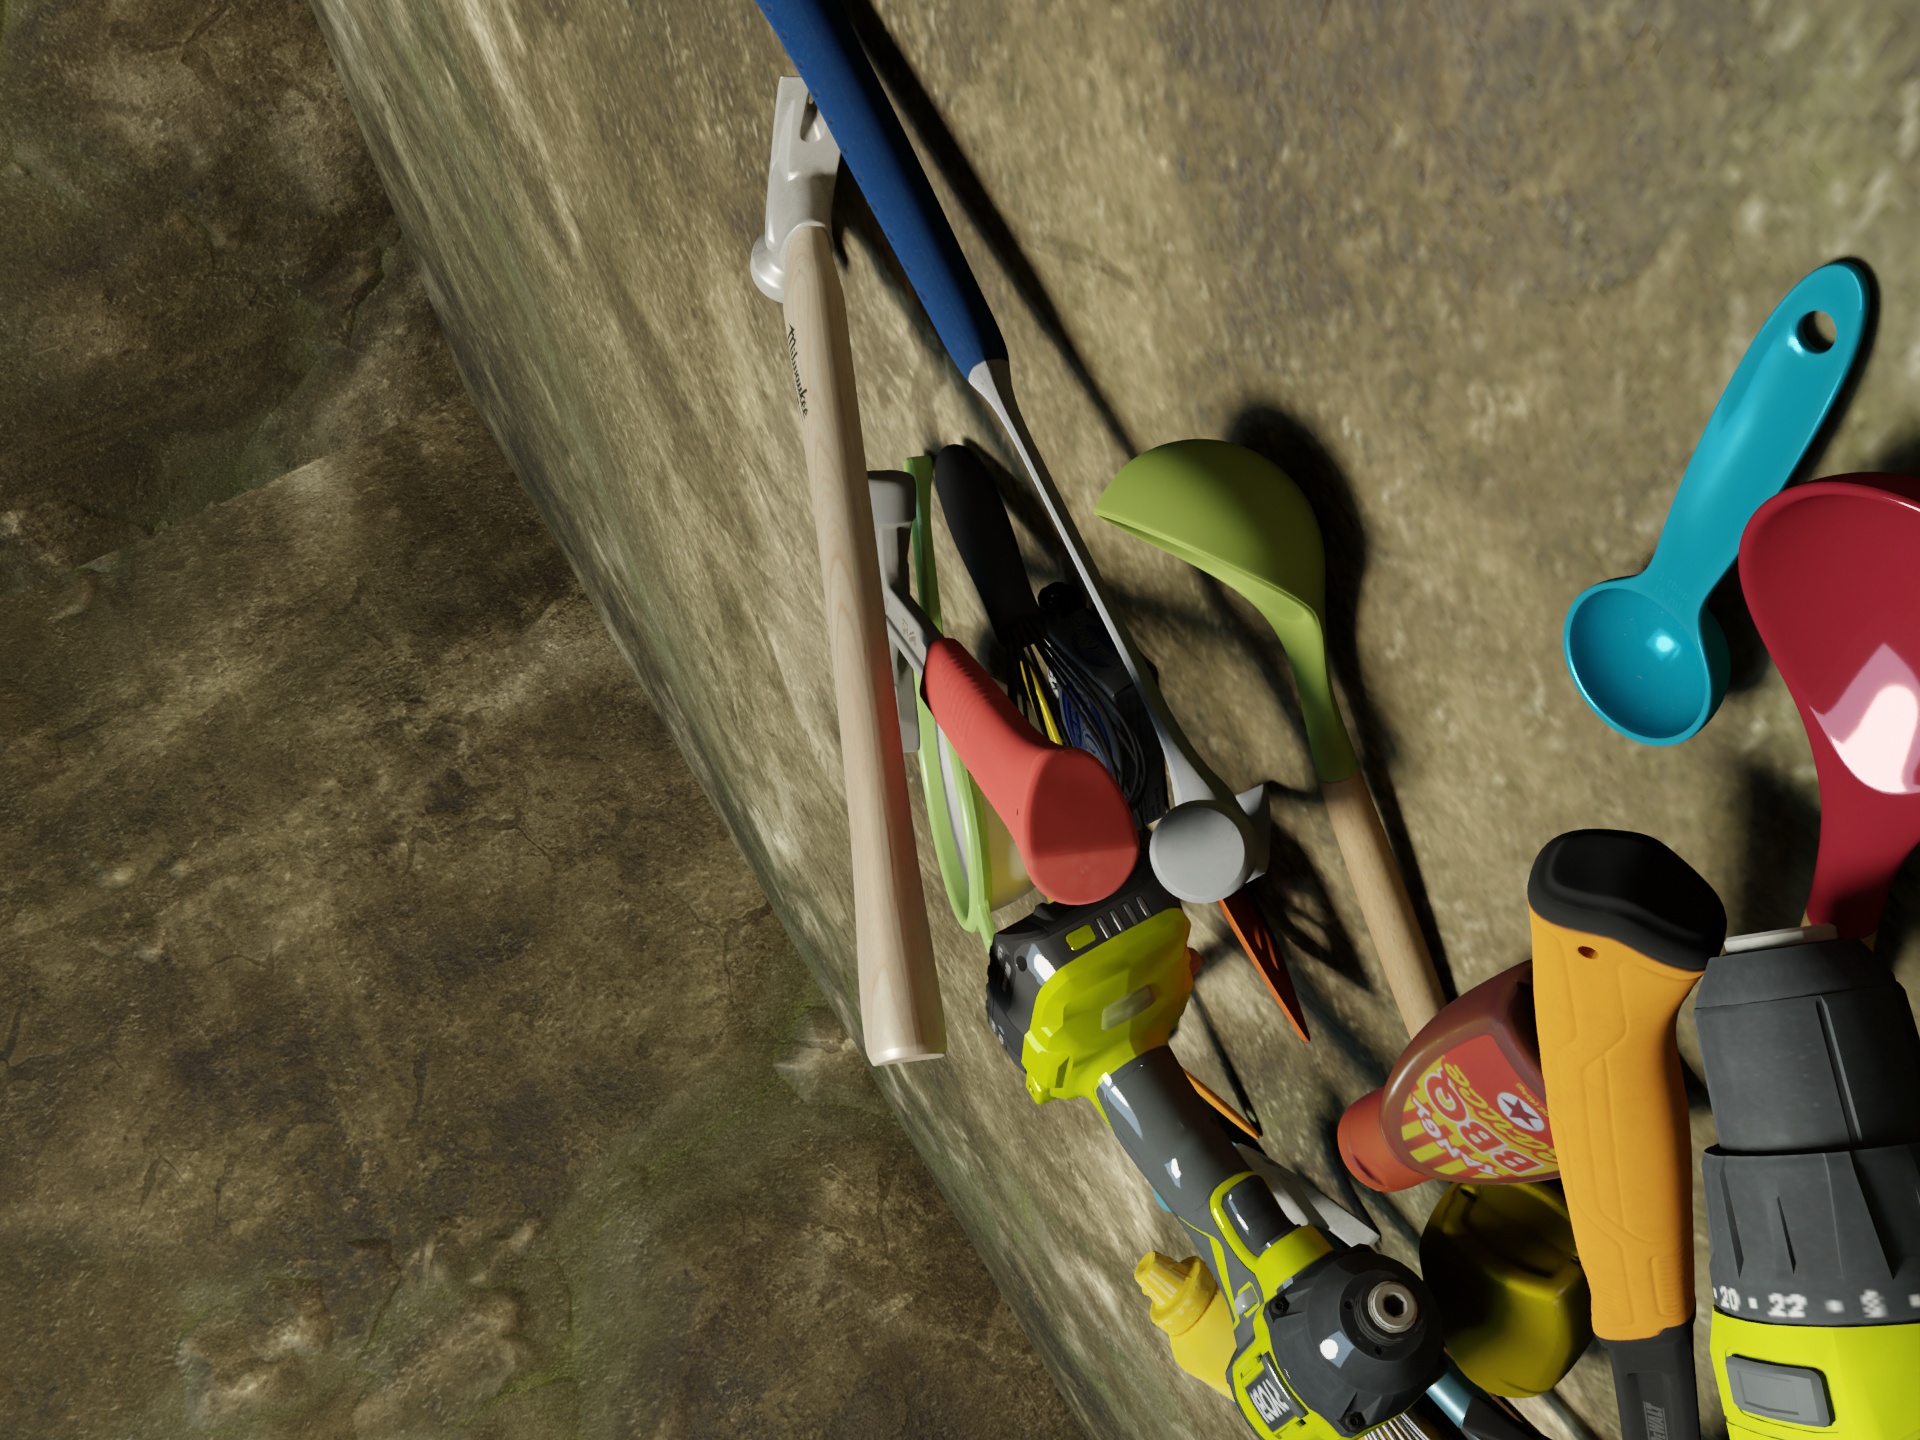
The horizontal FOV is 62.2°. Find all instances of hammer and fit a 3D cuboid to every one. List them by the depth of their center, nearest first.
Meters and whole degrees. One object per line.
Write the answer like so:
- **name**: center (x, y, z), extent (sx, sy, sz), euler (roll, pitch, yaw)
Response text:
- **hammer**: center (0.192, 0.159, 0.469), extent (0.127, 0.034, 0.336), euler (9, 135, 35)
- **hammer**: center (0.016, -0.121, 0.607), extent (0.406, 0.035, 0.144), euler (64, -167, 9)
- **hammer**: center (-0.001, -0.002, 0.657), extent (0.359, 0.036, 0.149), euler (-126, 32, -68)
- **hammer**: center (-0.046, -0.065, 0.673), extent (0.146, 0.038, 0.411), euler (123, 140, -70)
- **hammer**: center (0.230, 0.307, 0.676), extent (0.331, 0.033, 0.128), euler (43, -175, 36)

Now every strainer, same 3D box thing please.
- **strainer**: center (0.015, -0.016, 0.850), extent (0.151, 0.069, 0.256), euler (-129, 32, -74)

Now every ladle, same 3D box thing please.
- **ladle**: center (0.208, 0.065, 0.382), extent (0.069, 0.031, 0.315), euler (40, 157, 43)
- **ladle**: center (0.130, 0.045, 0.557), extent (0.320, 0.062, 0.078), euler (65, 169, -23)

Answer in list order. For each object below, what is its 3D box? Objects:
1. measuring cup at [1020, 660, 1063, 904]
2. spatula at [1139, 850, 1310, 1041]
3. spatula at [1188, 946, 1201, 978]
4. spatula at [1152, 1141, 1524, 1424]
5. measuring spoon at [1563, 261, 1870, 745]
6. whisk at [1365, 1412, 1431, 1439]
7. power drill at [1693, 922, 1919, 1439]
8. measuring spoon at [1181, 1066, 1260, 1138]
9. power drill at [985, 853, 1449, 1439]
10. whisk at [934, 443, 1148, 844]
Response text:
- **measuring cup**: center (0.046, 0.046, 0.787), extent (0.062, 0.029, 0.156), euler (-142, 31, -73)
- **spatula**: center (0.090, 0.081, 0.785), extent (0.081, 0.041, 0.323), euler (58, 168, -11)
- **spatula**: center (0.101, 0.145, 0.852), extent (0.060, 0.018, 0.315), euler (57, 173, 13)
- **spatula**: center (0.199, 0.302, 0.821), extent (0.318, 0.044, 0.082), euler (36, 143, 57)
- **measuring spoon**: center (0.169, -0.045, 0.345), extent (0.042, 0.021, 0.128), euler (51, 153, 32)
- **whisk**: center (0.205, 0.343, 0.752), extent (0.285, 0.070, 0.070), euler (54, 165, 39)
- **power drill**: center (0.216, 0.119, 0.252), extent (0.228, 0.080, 0.191), euler (143, 121, -67)
- **measuring spoon**: center (0.128, 0.192, 0.865), extent (0.116, 0.011, 0.021), euler (44, 167, -22)
- **power drill**: center (0.100, 0.172, 0.628), extent (0.223, 0.080, 0.171), euler (56, 163, 26)
- **whisk**: center (0.029, -0.040, 0.695), extent (0.055, 0.055, 0.239), euler (81, 171, -53)
